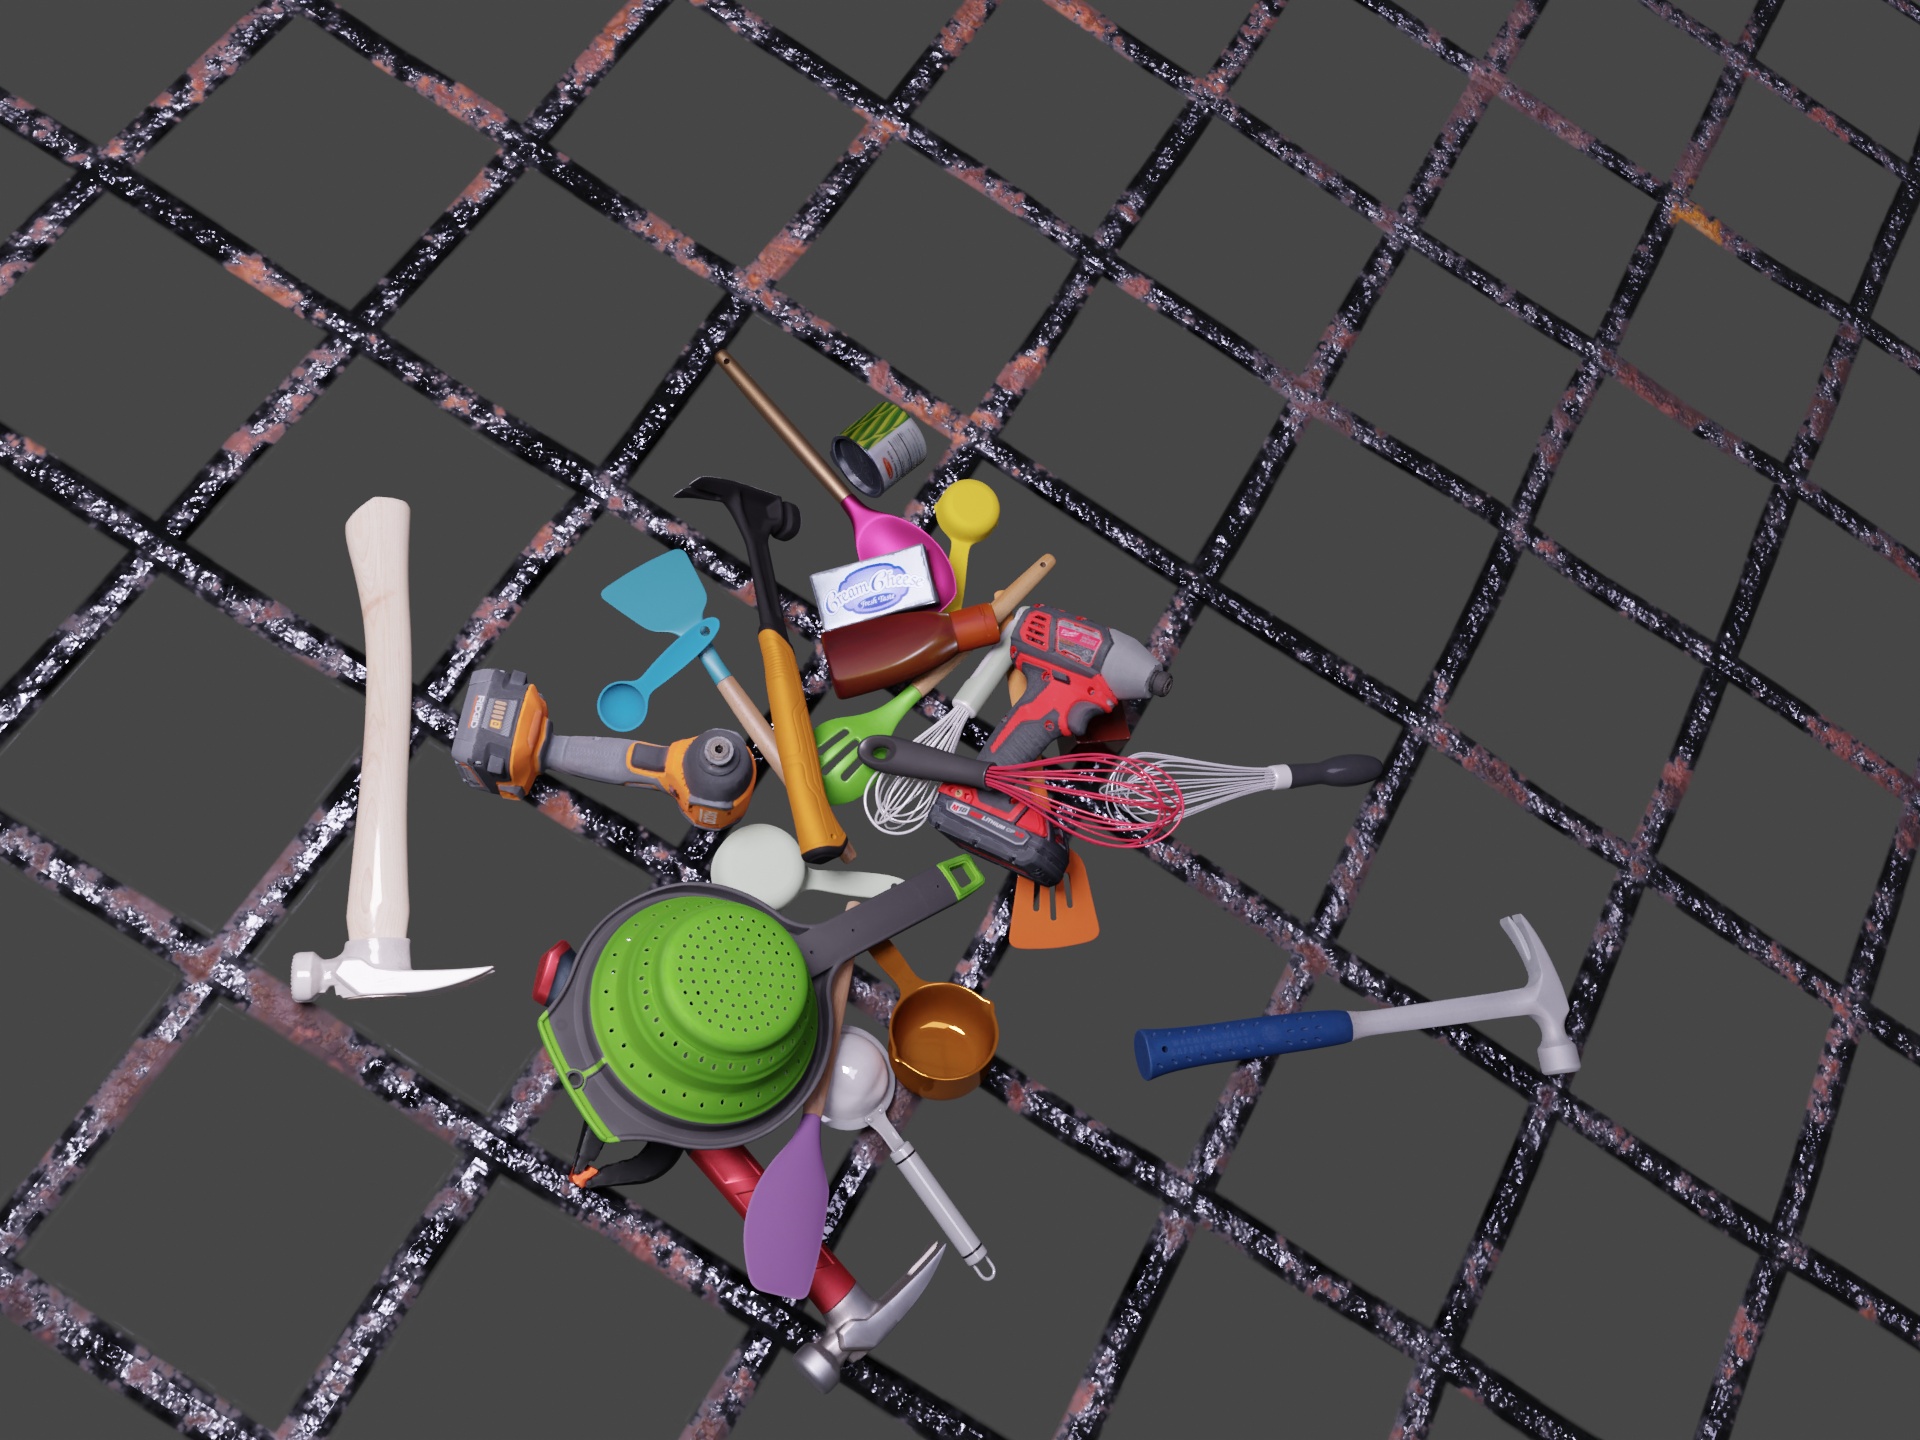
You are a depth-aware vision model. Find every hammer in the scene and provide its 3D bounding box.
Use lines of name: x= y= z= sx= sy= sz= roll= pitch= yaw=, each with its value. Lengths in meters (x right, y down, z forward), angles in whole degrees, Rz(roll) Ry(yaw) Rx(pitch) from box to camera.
hammer: x=-0.152 y=-0.044 z=1.311 sx=0.127 sy=0.034 sz=0.337 roll=12 pitch=58 yaw=-52
hammer: x=0.345 y=0.259 z=1.383 sx=0.405 sy=0.035 sz=0.144 roll=-4 pitch=74 yaw=-15
hammer: x=-0.448 y=0.015 z=1.267 sx=0.146 sy=0.038 sz=0.411 roll=0 pitch=72 yaw=-16
hammer: x=-0.175 y=0.312 z=1.203 sx=0.143 sy=0.038 sz=0.386 roll=-41 pitch=94 yaw=-27

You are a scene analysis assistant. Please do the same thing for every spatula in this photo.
spatula: x=-0.183 y=-0.010 z=1.336 sx=0.082 sy=0.044 sz=0.317 roll=-33 pitch=83 yaw=-20
spatula: x=0.060 y=0.037 z=1.394 sx=0.081 sy=0.041 sz=0.323 roll=-4 pitch=69 yaw=-14
spatula: x=-0.111 y=0.279 z=1.222 sx=0.059 sy=0.018 sz=0.316 roll=19 pitch=55 yaw=-13

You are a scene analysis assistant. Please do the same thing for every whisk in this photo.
whisk: x=0.255 y=0.053 z=1.422 sx=0.284 sy=0.070 sz=0.070 roll=-5 pitch=74 yaw=-21
whisk: x=0.041 y=0.047 z=1.257 sx=0.296 sy=0.073 sz=0.073 roll=11 pitch=65 yaw=30
whisk: x=-0.002 y=-0.004 z=1.367 sx=0.059 sy=0.058 sz=0.246 roll=38 pitch=69 yaw=-7

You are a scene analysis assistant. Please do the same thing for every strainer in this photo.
strainer: x=-0.049 y=0.335 z=1.261 sx=0.087 sy=0.050 sz=0.258 roll=-34 pitch=86 yaw=-36

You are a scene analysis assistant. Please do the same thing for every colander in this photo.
colander: x=-0.117 y=0.173 z=1.207 sx=0.397 sy=0.094 sz=0.204 roll=-24 pitch=75 yaw=-37

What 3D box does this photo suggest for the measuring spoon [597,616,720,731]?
measuring spoon: x=-0.247 y=-0.041 z=1.320 sx=0.128 sy=0.021 sz=0.042 roll=-42 pitch=94 yaw=4

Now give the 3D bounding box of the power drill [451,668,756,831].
power drill: x=-0.271 y=0.025 z=1.240 sx=0.226 sy=0.164 sz=0.084 roll=12 pitch=73 yaw=-8

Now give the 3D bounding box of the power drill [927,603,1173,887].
power drill: x=0.077 y=0.018 z=1.327 sx=0.143 sy=0.078 sz=0.220 roll=22 pitch=79 yaw=26

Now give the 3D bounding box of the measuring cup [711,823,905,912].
measuring cup: x=-0.120 y=0.127 z=1.309 sx=0.167 sy=0.038 sz=0.083 roll=7 pitch=71 yaw=-10

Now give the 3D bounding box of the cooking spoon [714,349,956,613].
cooking spoon: x=-0.117 y=-0.216 z=1.420 sx=0.069 sy=0.017 sz=0.319 roll=-41 pitch=80 yaw=4

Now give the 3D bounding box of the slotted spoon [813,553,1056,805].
slotted spoon: x=-0.023 y=-0.044 z=1.386 sx=0.070 sy=0.031 sz=0.314 roll=43 pitch=70 yaw=7

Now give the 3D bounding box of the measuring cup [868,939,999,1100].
measuring cup: x=-0.039 y=0.233 z=1.296 sx=0.095 sy=0.052 sz=0.174 roll=-25 pitch=55 yaw=-26

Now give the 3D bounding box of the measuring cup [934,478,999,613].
measuring cup: x=0.000 y=-0.147 z=1.433 sx=0.062 sy=0.029 sz=0.157 roll=13 pitch=68 yaw=-9
